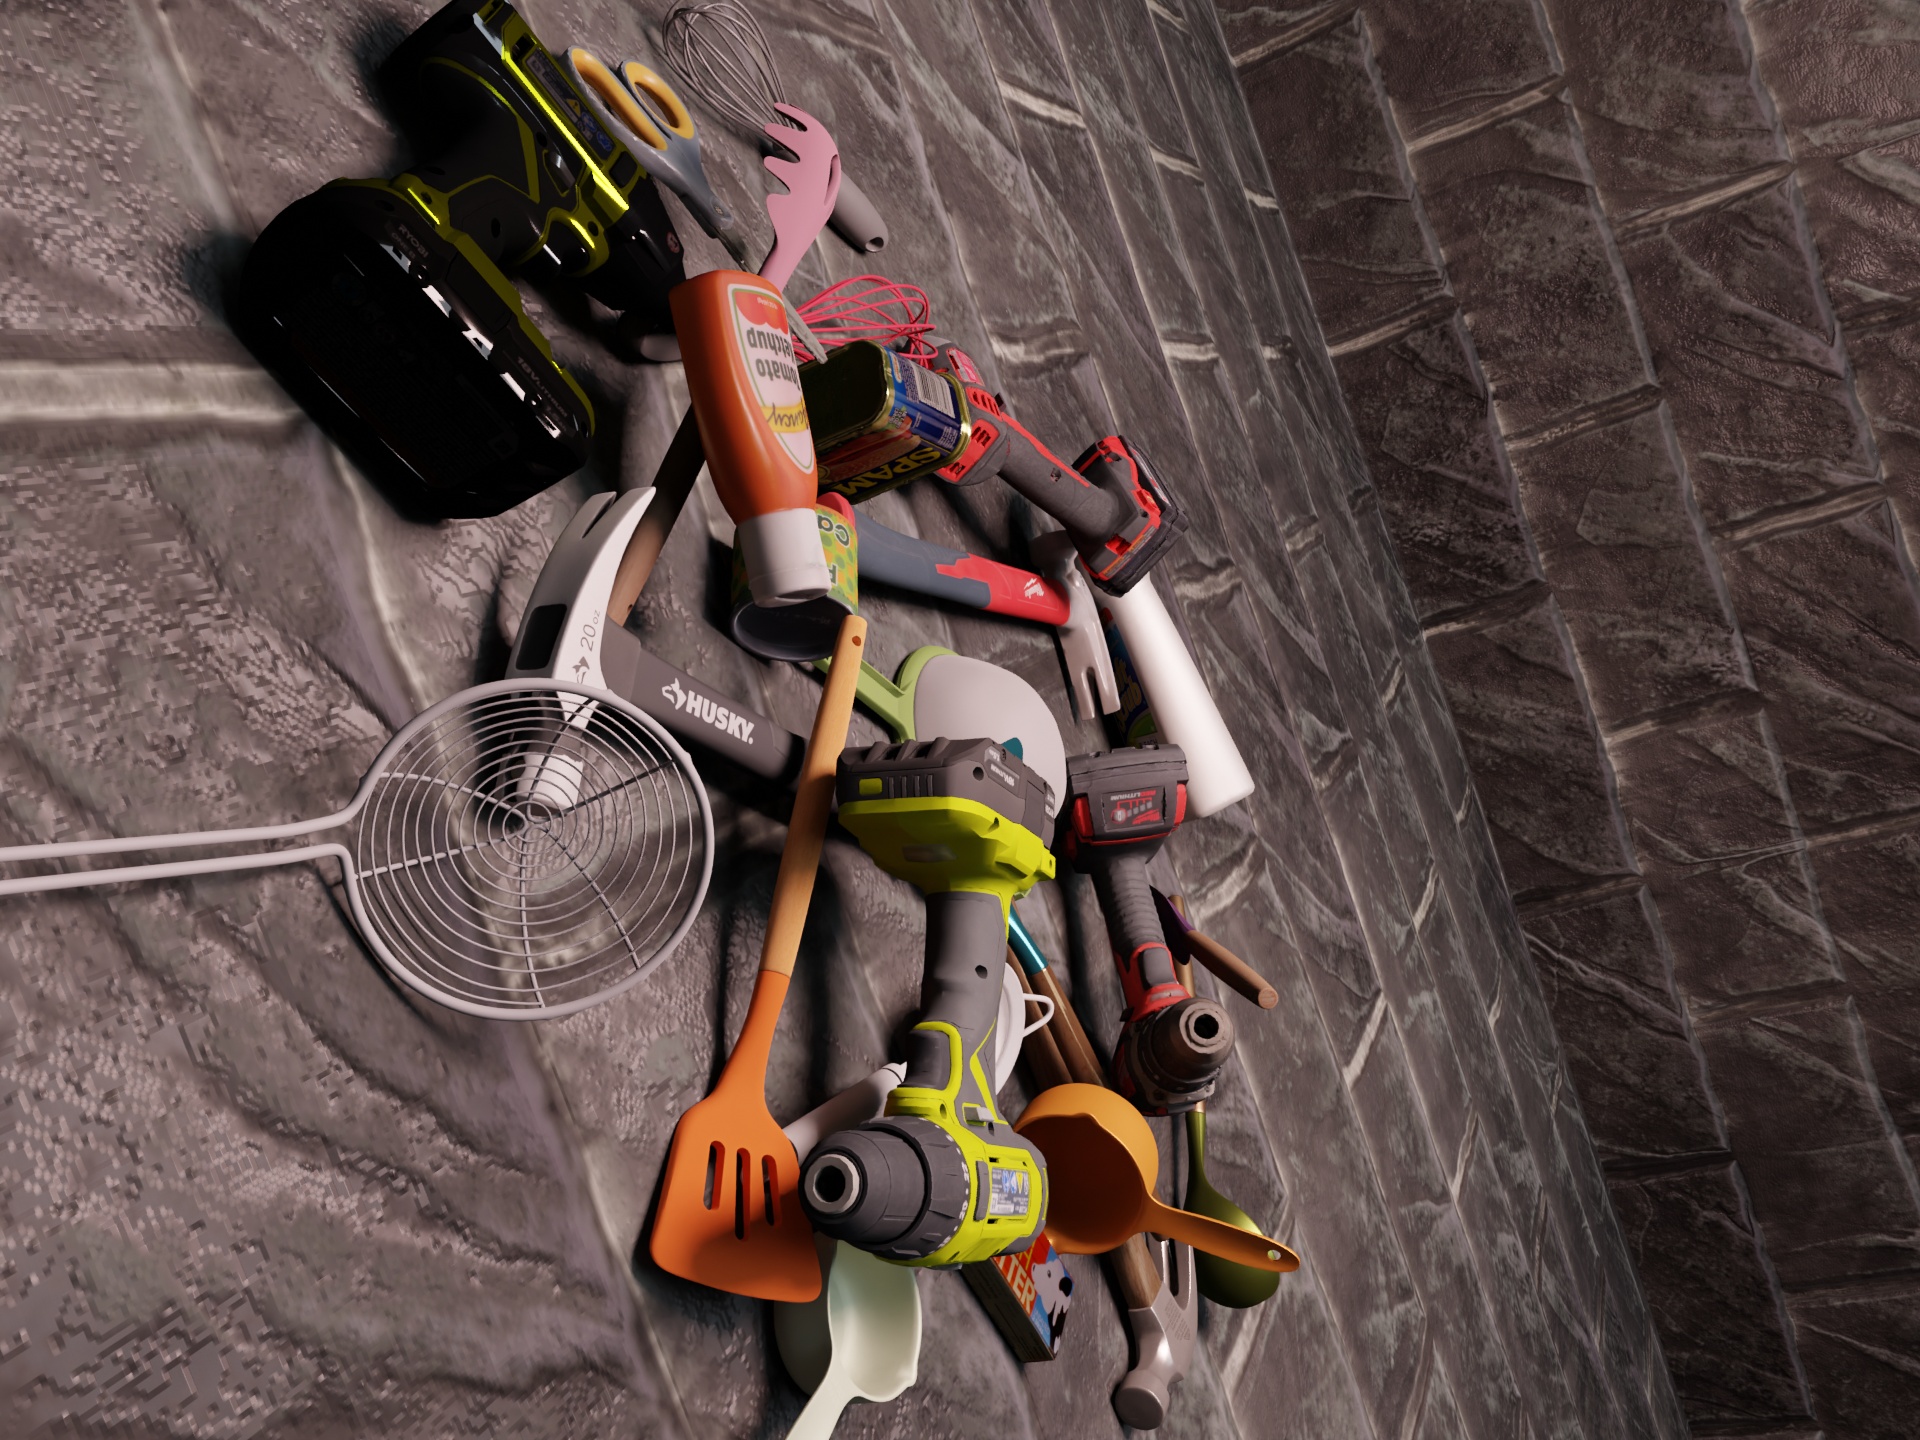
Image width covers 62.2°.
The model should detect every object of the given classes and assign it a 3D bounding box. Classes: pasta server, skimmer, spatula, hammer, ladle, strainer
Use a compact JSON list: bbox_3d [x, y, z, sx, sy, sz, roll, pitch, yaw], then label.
[{"bbox_3d":[-0.119,-0.179,0.781,0.060,0.040,0.316,87,20,-64],"label":"pasta server"},{"bbox_3d":[-0.217,0.048,0.457,0.363,0.090,0.127,-1,106,-61],"label":"skimmer"},{"bbox_3d":[0.062,0.168,0.927,0.082,0.044,0.317,-33,101,-43],"label":"spatula"},{"bbox_3d":[0.163,0.155,1.067,0.316,0.018,0.060,-161,-129,-85],"label":"spatula"},{"bbox_3d":[0.010,-0.077,1.036,0.386,0.038,0.143,4,69,-64],"label":"hammer"},{"bbox_3d":[0.075,0.252,0.979,0.130,0.031,0.331,-36,106,-63],"label":"hammer"},{"bbox_3d":[-0.091,0.011,0.775,0.334,0.035,0.146,33,59,-56],"label":"hammer"},{"bbox_3d":[0.180,0.265,1.156,0.078,0.062,0.320,110,-15,-48],"label":"ladle"},{"bbox_3d":[-0.032,0.179,0.802,0.258,0.050,0.087,-16,109,-59],"label":"strainer"},{"bbox_3d":[-0.001,-0.003,0.943,0.256,0.069,0.152,40,41,-51],"label":"strainer"},{"bbox_3d":[-0.074,0.092,0.722,0.081,0.041,0.323,25,61,-28],"label":"spatula"}]

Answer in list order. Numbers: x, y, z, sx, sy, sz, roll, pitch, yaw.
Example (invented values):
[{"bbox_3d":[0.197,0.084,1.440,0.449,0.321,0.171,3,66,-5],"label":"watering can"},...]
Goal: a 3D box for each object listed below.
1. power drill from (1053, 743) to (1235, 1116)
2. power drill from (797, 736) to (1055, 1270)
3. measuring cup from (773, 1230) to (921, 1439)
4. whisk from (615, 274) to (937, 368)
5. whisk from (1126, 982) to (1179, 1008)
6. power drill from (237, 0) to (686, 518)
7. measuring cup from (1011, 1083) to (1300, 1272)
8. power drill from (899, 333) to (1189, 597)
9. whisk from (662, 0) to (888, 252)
[{"bbox_3d":[0.120,0.131,1.006,0.187,0.080,0.227,99,-17,-69],"label":"power drill"},{"bbox_3d":[-0.013,0.128,0.717,0.190,0.080,0.229,39,50,-63],"label":"power drill"},{"bbox_3d":[-0.067,0.283,0.671,0.083,0.038,0.168,65,28,-15],"label":"measuring cup"},{"bbox_3d":[-0.095,-0.221,0.911,0.296,0.073,0.073,-22,94,-59],"label":"whisk"},{"bbox_3d":[0.125,0.152,1.132,0.047,0.051,0.245,-5,75,-58],"label":"whisk"},{"bbox_3d":[-0.191,-0.194,0.675,0.171,0.080,0.223,50,31,-31],"label":"power drill"},{"bbox_3d":[0.107,0.262,0.892,0.052,0.173,0.095,-43,147,-66],"label":"measuring cup"},{"bbox_3d":[0.046,-0.185,1.098,0.219,0.078,0.143,26,27,-35],"label":"power drill"},{"bbox_3d":[-0.105,-0.365,0.995,0.238,0.055,0.055,36,43,-58],"label":"whisk"}]
